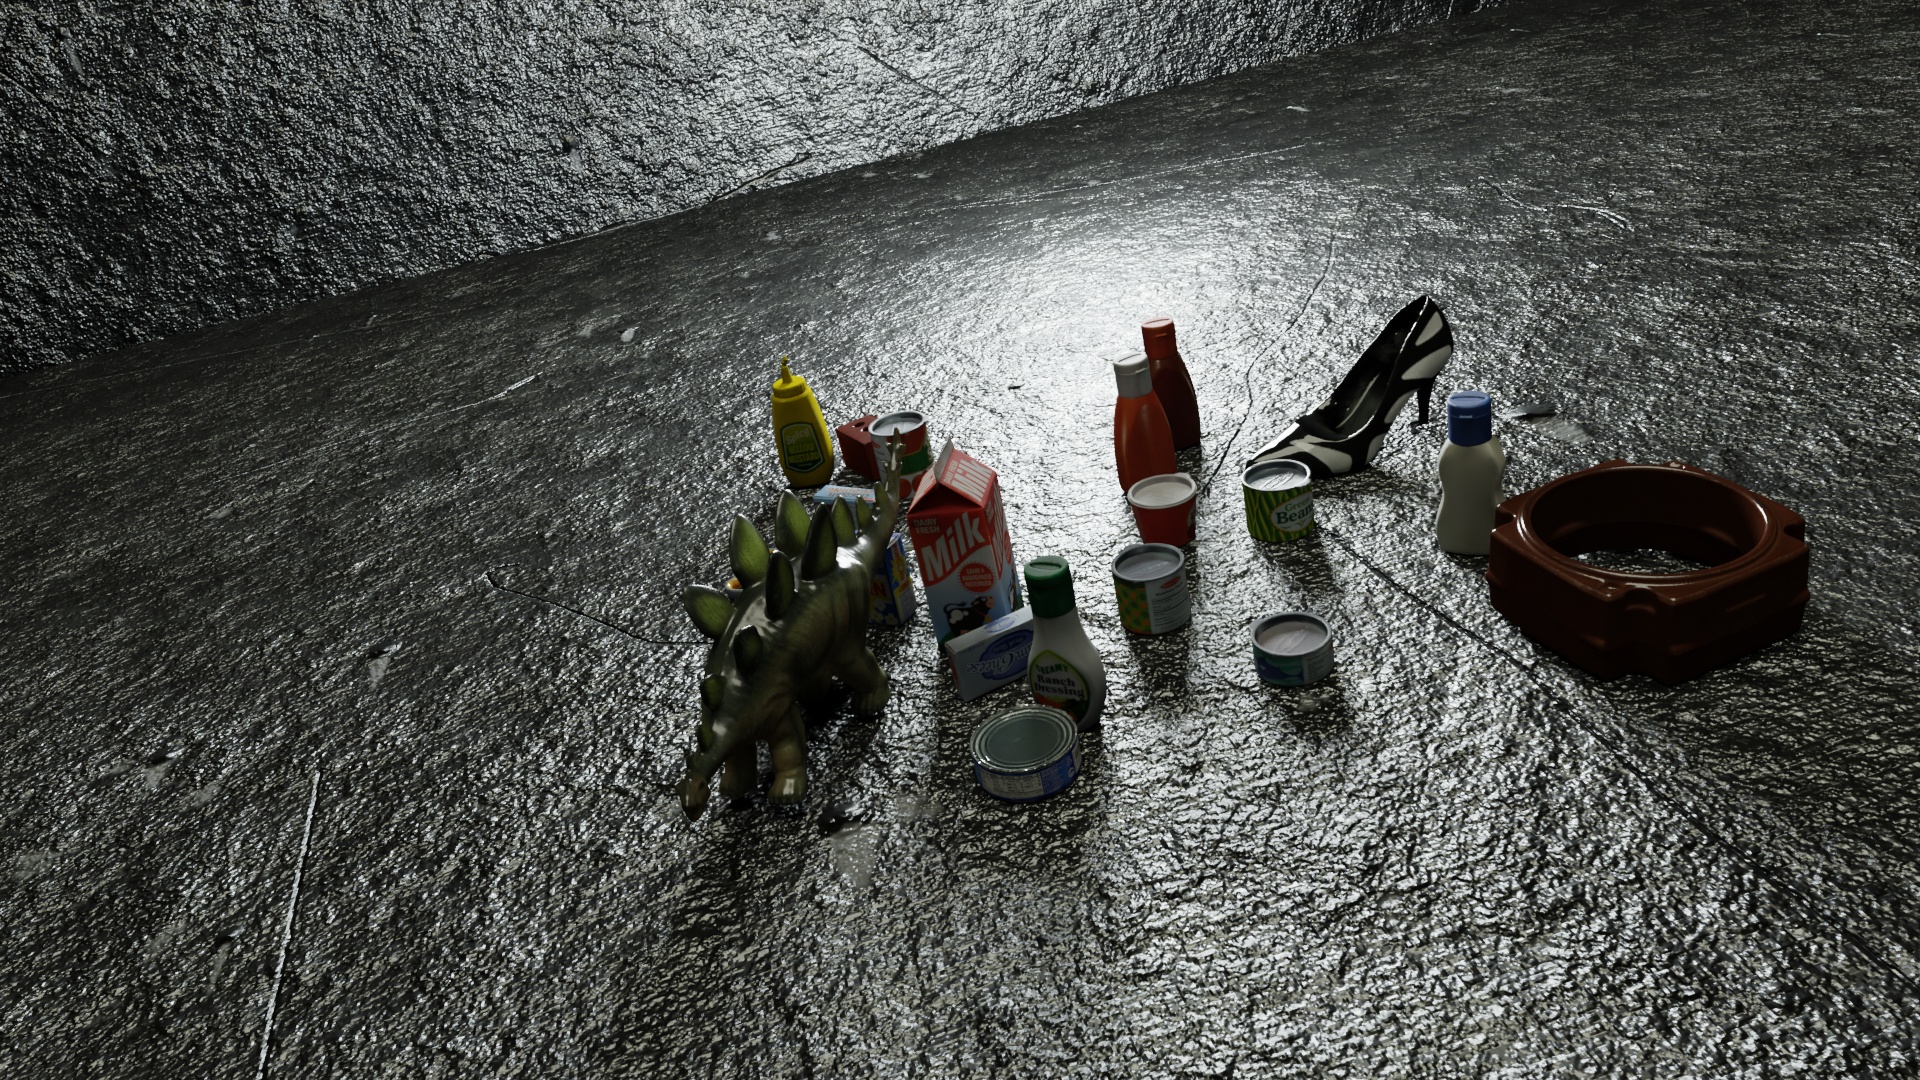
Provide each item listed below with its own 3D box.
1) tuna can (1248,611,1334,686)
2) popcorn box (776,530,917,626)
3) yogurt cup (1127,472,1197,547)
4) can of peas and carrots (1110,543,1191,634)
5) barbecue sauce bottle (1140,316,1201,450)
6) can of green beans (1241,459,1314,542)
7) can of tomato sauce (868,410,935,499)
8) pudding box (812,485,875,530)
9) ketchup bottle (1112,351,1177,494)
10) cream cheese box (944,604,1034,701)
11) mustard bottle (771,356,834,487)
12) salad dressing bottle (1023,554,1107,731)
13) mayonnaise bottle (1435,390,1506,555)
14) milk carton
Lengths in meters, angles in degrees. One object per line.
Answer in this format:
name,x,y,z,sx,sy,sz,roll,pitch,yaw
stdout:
tuna can,0.273,0.089,1.150,0.071,0.032,0.071,-10,27,5
popcorn box,-0.110,0.034,1.357,0.126,0.085,0.038,4,31,29
yogurt cup,0.203,-0.027,1.378,0.072,0.053,0.073,-10,27,5
can of peas and carrots,0.171,0.043,1.253,0.071,0.058,0.071,-10,27,5
barbecue sauce bottle,0.228,-0.173,1.542,0.065,0.148,0.044,-11,27,3
can of green beans,0.309,-0.039,1.350,0.071,0.057,0.071,-10,27,5
can of tomato sauce,-0.062,-0.098,1.590,0.071,0.082,0.071,-10,27,5
pudding box,-0.117,-0.031,1.522,0.083,0.049,0.030,5,32,31
ketchup bottle,0.189,-0.124,1.463,0.065,0.148,0.043,-22,28,-18
cream cheese box,0.040,0.096,1.212,0.104,0.053,0.024,-23,29,-19
mustard bottle,-0.193,-0.142,1.644,0.065,0.159,0.049,-11,27,3
salad dressing bottle,0.080,0.083,1.117,0.064,0.147,0.044,5,32,30
mayonnaise bottle,0.453,-0.059,1.231,0.065,0.147,0.041,3,31,28
milk carton,0.003,0.003,1.254,0.073,0.189,0.073,-5,28,15
